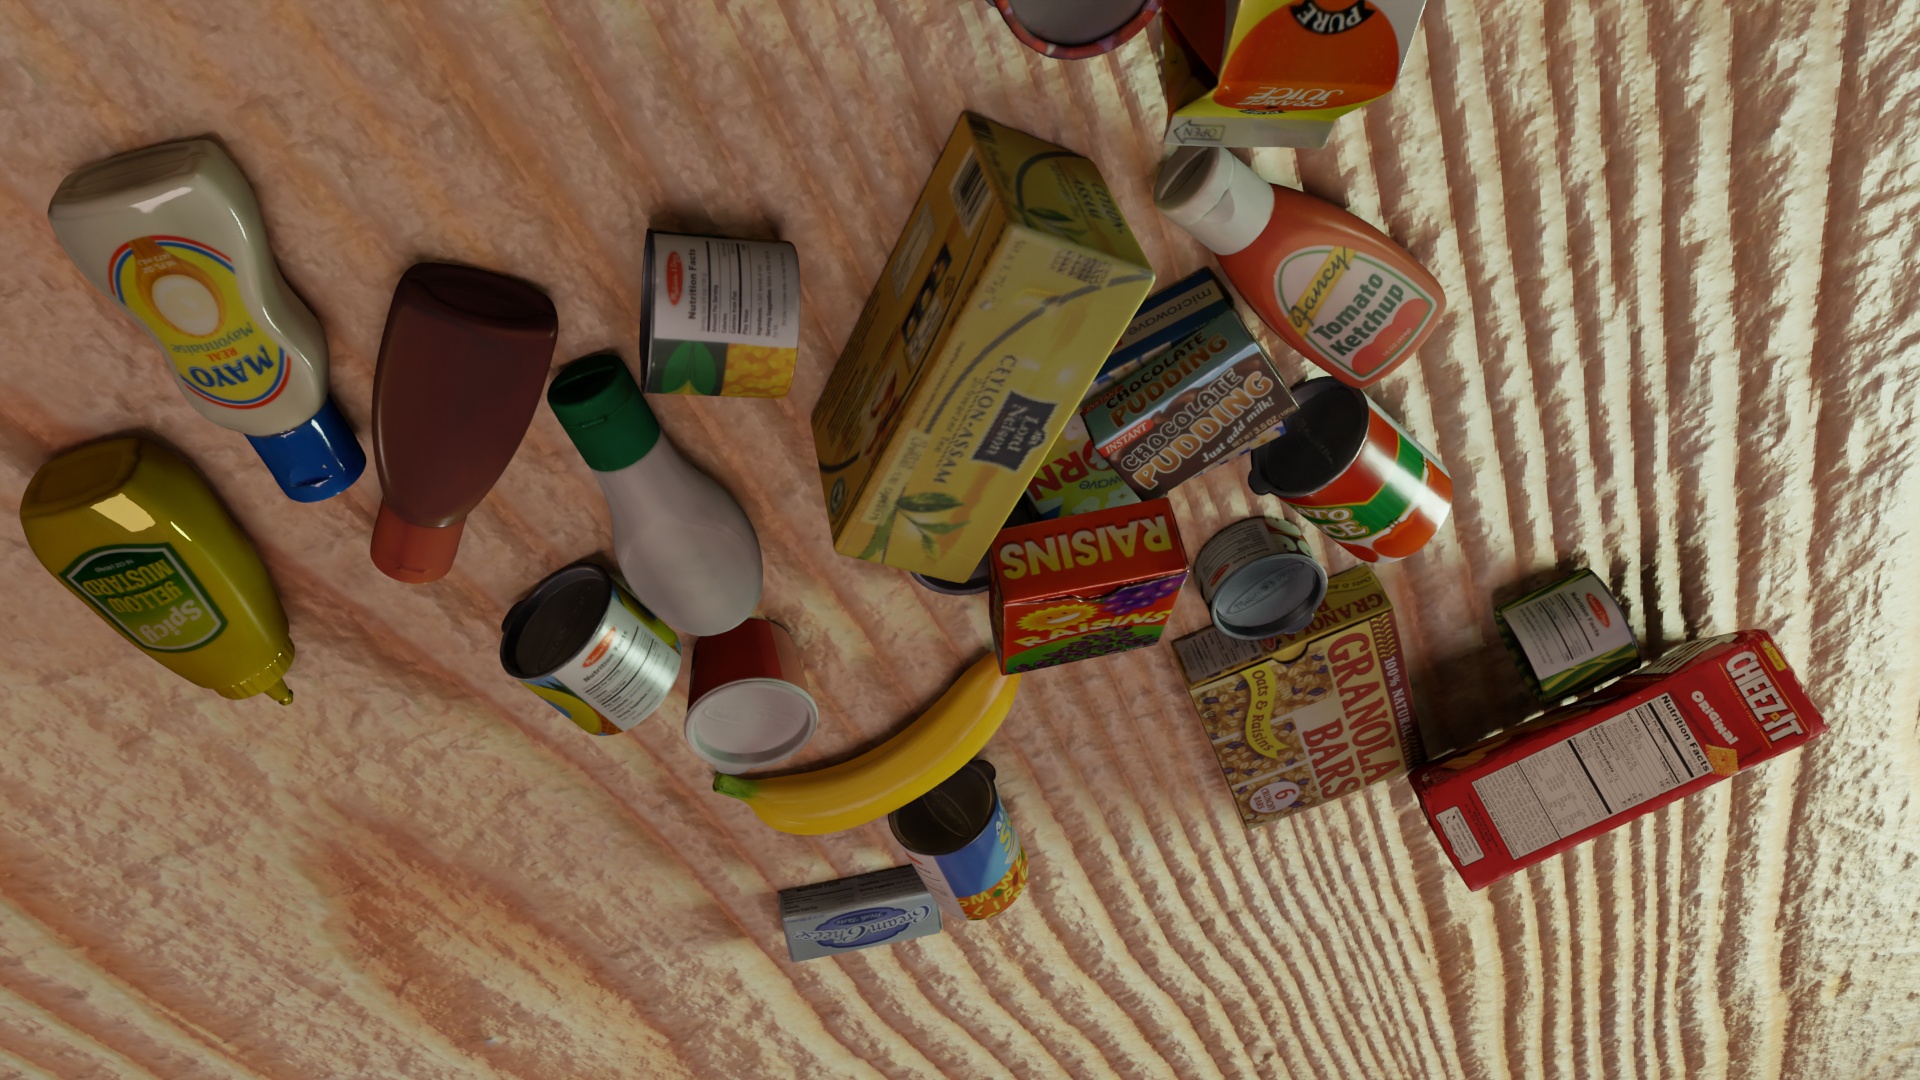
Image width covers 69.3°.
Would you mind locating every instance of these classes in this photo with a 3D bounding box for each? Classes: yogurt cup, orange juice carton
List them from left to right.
[{"bbox_3d":[-0.111,0.078,0.726,0.072,0.054,0.072,-8,133,-8],"label":"yogurt cup"},{"bbox_3d":[0.127,-0.228,0.495,0.072,0.073,0.191,-2,133,-14],"label":"orange juice carton"}]

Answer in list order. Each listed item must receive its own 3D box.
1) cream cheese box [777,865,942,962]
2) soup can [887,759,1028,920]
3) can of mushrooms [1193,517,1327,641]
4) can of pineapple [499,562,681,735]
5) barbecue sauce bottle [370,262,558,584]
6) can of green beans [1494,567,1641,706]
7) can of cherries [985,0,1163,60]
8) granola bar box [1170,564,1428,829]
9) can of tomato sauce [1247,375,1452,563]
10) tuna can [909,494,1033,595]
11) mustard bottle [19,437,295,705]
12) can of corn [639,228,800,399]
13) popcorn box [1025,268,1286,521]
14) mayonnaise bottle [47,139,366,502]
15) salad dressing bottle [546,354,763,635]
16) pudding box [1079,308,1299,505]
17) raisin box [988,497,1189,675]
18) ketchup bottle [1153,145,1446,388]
[{"bbox_3d":[-0.065,0.245,0.913,0.104,0.024,0.053,-10,134,-6],"label":"cream cheese box"},{"bbox_3d":[0.003,0.181,0.845,0.071,0.072,0.083,-20,134,3],"label":"soup can"},{"bbox_3d":[0.165,0.022,0.764,0.071,0.033,0.070,-8,133,-8],"label":"can of mushrooms"},{"bbox_3d":[-0.180,0.053,0.679,0.071,0.071,0.057,-28,133,11],"label":"can of pineapple"},{"bbox_3d":[-0.220,-0.044,0.592,0.065,0.044,0.147,12,128,-25],"label":"barbecue sauce bottle"},{"bbox_3d":[0.360,0.058,0.826,0.058,0.071,0.071,-25,133,9],"label":"can of green beans"},{"bbox_3d":[0.036,-0.212,0.495,0.071,0.059,0.071,-8,133,-8],"label":"can of cherries"},{"bbox_3d":[0.210,0.101,0.844,0.124,0.039,0.165,-23,134,6],"label":"granola bar box"},{"bbox_3d":[0.196,-0.032,0.698,0.083,0.071,0.071,31,118,-36],"label":"can of tomato sauce"},{"bbox_3d":[0.002,-0.009,0.691,0.071,0.033,0.070,-8,133,-8],"label":"tuna can"},{"bbox_3d":[-0.341,0.027,0.620,0.065,0.049,0.159,-17,134,3],"label":"mustard bottle"},{"bbox_3d":[-0.099,-0.091,0.567,0.058,0.071,0.070,1,131,-16],"label":"can of corn"},{"bbox_3d":[0.081,-0.062,0.660,0.126,0.038,0.085,-26,133,10],"label":"popcorn box"},{"bbox_3d":[-0.283,-0.079,0.543,0.065,0.041,0.147,-16,133,-3],"label":"mayonnaise bottle"},{"bbox_3d":[-0.139,-0.018,0.638,0.064,0.044,0.147,-18,133,4],"label":"salad dressing bottle"},{"bbox_3d":[0.102,-0.059,0.619,0.083,0.030,0.049,-33,130,15],"label":"pudding box"},{"bbox_3d":[0.057,0.025,0.668,0.086,0.040,0.123,-10,160,-3],"label":"raisin box"},{"bbox_3d":[0.148,-0.125,0.616,0.149,0.044,0.064,26,118,-32],"label":"ketchup bottle"}]
